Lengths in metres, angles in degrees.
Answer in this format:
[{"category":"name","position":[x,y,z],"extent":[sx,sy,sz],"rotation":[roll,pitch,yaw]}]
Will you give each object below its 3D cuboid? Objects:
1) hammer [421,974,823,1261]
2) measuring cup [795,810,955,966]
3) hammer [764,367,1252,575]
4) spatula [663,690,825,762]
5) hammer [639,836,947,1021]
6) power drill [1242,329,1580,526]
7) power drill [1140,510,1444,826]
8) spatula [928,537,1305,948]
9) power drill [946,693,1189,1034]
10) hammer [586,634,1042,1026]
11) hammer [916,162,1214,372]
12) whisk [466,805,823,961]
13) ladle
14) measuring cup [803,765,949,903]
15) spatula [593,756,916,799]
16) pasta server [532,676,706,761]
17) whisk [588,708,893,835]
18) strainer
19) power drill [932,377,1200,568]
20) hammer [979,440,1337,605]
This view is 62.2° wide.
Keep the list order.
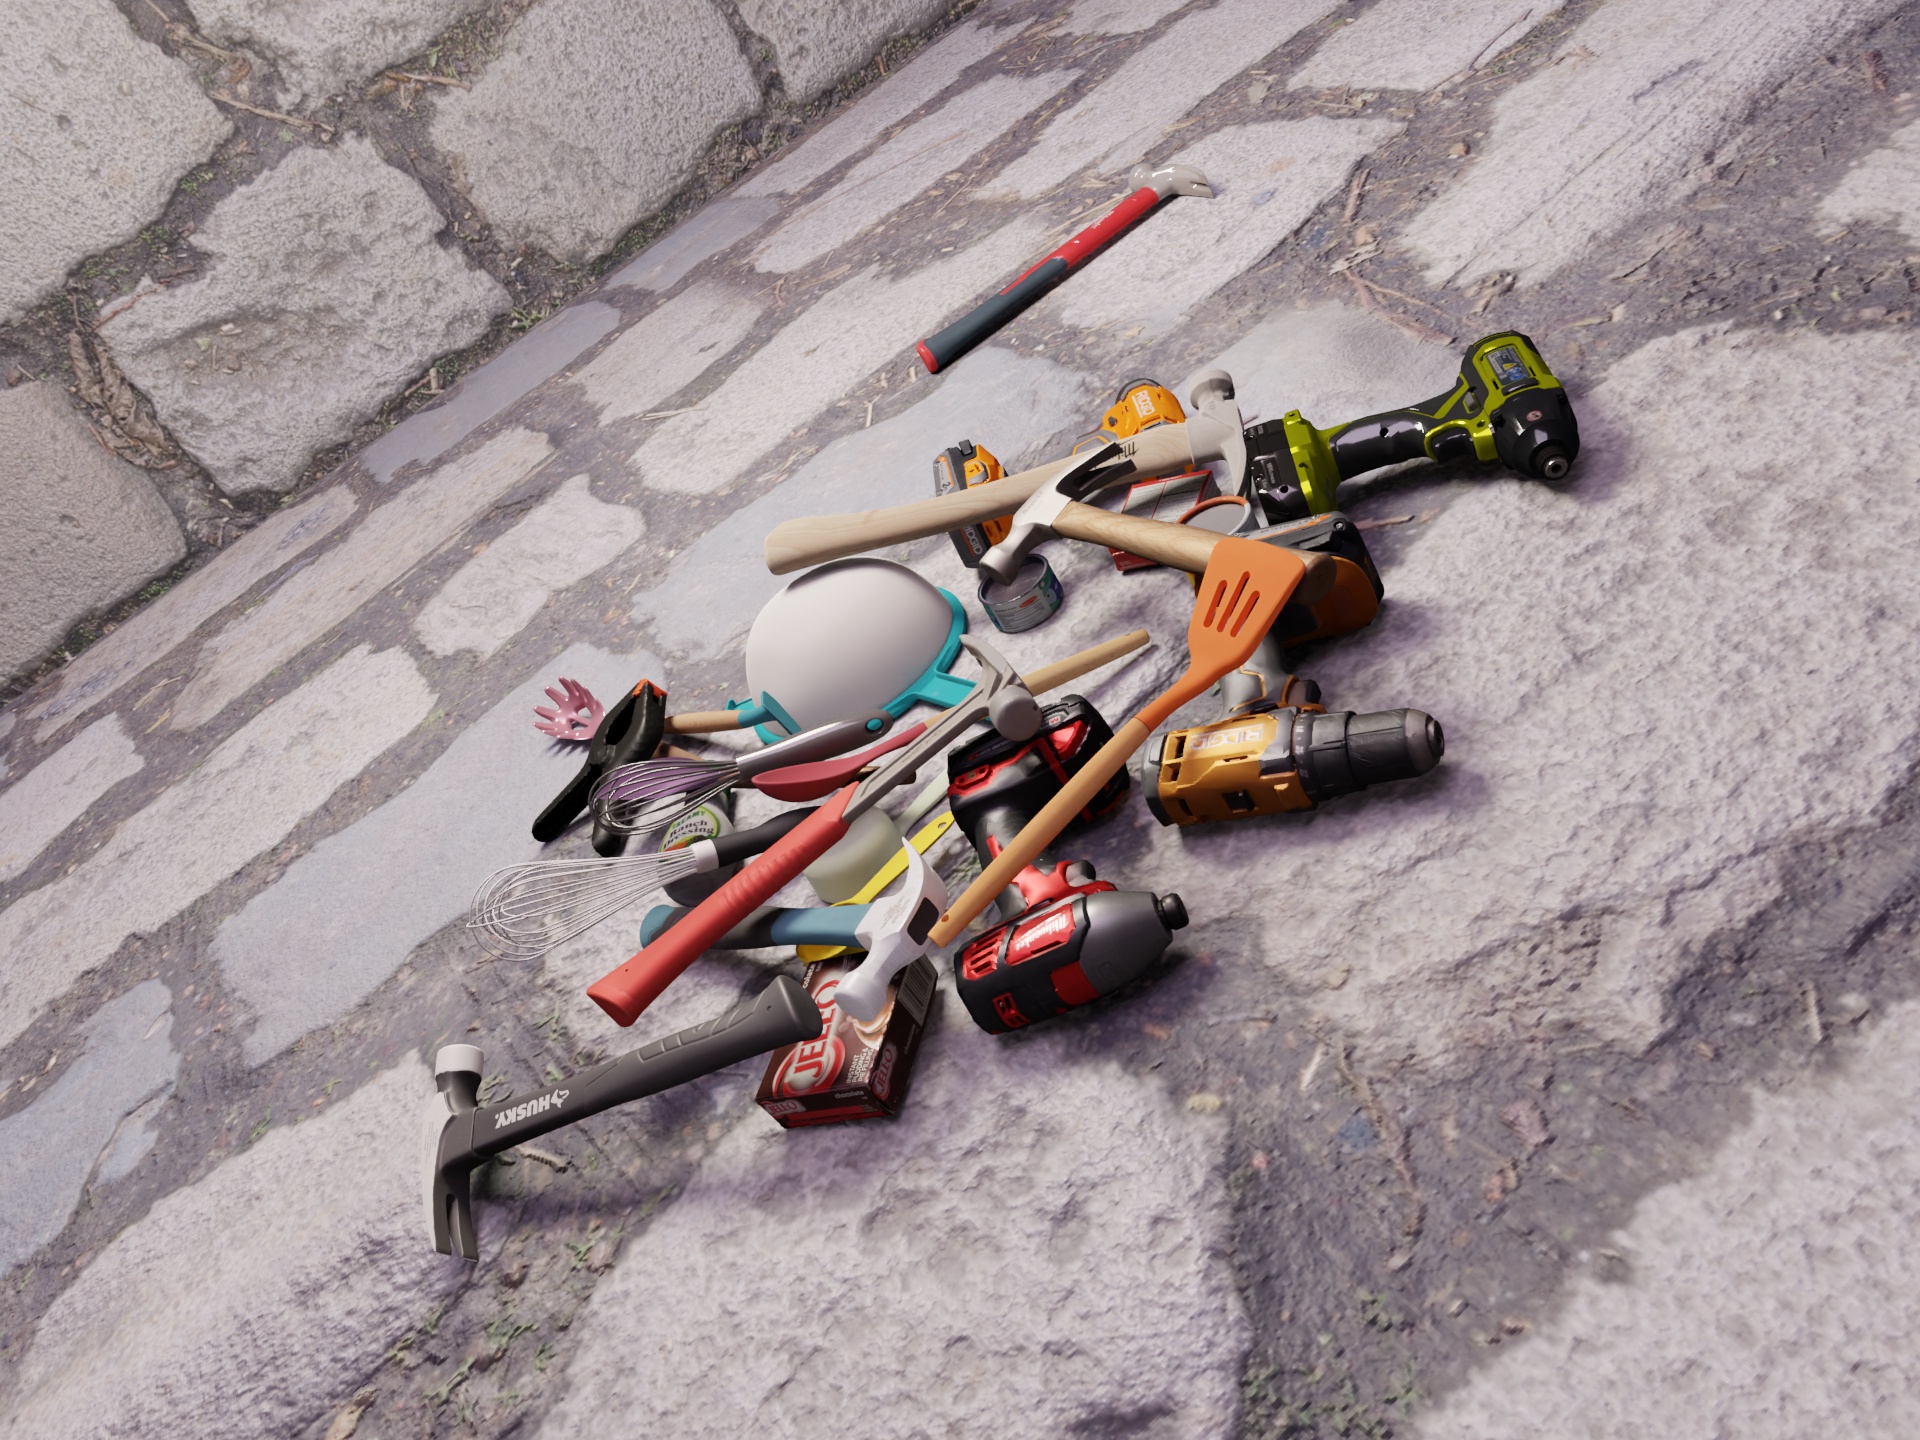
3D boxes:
[{"category":"hammer","position":[-0.223,0.237,1.010],"extent":[0.335,0.035,0.146],"rotation":[-25,52,26]},{"category":"measuring cup","position":[-0.050,0.122,1.108],"extent":[0.156,0.029,0.062],"rotation":[-44,30,-26]},{"category":"hammer","position":[0.032,-0.176,1.306],"extent":[0.410,0.038,0.146],"rotation":[-14,52,13]},{"category":"spatula","position":[-0.203,0.007,1.355],"extent":[0.317,0.082,0.044],"rotation":[-4,46,54]},{"category":"hammer","position":[-0.128,0.142,1.085],"extent":[0.331,0.033,0.128],"rotation":[-9,37,50]},{"category":"power drill","position":[0.330,-0.196,1.166],"extent":[0.223,0.080,0.171],"rotation":[-19,34,16]},{"category":"power drill","position":[0.224,-0.034,1.033],"extent":[0.185,0.084,0.226],"rotation":[-10,42,31]},{"category":"spatula","position":[0.091,0.014,0.977],"extent":[0.322,0.041,0.081],"rotation":[-45,36,-12]},{"category":"power drill","position":[0.063,0.089,1.009],"extent":[0.143,0.078,0.220],"rotation":[-24,36,14]},{"category":"hammer","position":[-0.104,0.078,1.077],"extent":[0.359,0.036,0.149],"rotation":[-39,23,1]},{"category":"hammer","position":[0.114,-0.523,1.837],"extent":[0.386,0.038,0.143],"rotation":[-38,34,-10]},{"category":"whisk","position":[-0.220,0.109,1.168],"extent":[0.284,0.070,0.070],"rotation":[-16,25,-23]},{"category":"ladle","position":[-0.002,-0.004,1.173],"extent":[0.315,0.031,0.069],"rotation":[-23,13,-10]},{"category":"measuring cup","position":[-0.050,0.064,1.172],"extent":[0.167,0.038,0.083],"rotation":[-43,33,-15]},{"category":"spatula","position":[-0.165,0.044,1.250],"extent":[0.316,0.018,0.060],"rotation":[-2,33,34]},{"category":"pasta server","position":[-0.305,0.015,1.464],"extent":[0.316,0.040,0.060],"rotation":[17,75,49]},{"category":"whisk","position":[-0.165,0.033,1.197],"extent":[0.239,0.055,0.055],"rotation":[-18,32,-2]},{"category":"strainer","position":[-0.071,-0.064,1.313],"extent":[0.211,0.095,0.341],"rotation":[-45,32,-19]},{"category":"power drill","position":[0.093,-0.233,1.420],"extent":[0.226,0.084,0.164],"rotation":[-21,33,10]},{"category":"hammer","position":[0.140,-0.128,1.116],"extent":[0.130,0.031,0.331],"rotation":[-52,33,-9]}]
